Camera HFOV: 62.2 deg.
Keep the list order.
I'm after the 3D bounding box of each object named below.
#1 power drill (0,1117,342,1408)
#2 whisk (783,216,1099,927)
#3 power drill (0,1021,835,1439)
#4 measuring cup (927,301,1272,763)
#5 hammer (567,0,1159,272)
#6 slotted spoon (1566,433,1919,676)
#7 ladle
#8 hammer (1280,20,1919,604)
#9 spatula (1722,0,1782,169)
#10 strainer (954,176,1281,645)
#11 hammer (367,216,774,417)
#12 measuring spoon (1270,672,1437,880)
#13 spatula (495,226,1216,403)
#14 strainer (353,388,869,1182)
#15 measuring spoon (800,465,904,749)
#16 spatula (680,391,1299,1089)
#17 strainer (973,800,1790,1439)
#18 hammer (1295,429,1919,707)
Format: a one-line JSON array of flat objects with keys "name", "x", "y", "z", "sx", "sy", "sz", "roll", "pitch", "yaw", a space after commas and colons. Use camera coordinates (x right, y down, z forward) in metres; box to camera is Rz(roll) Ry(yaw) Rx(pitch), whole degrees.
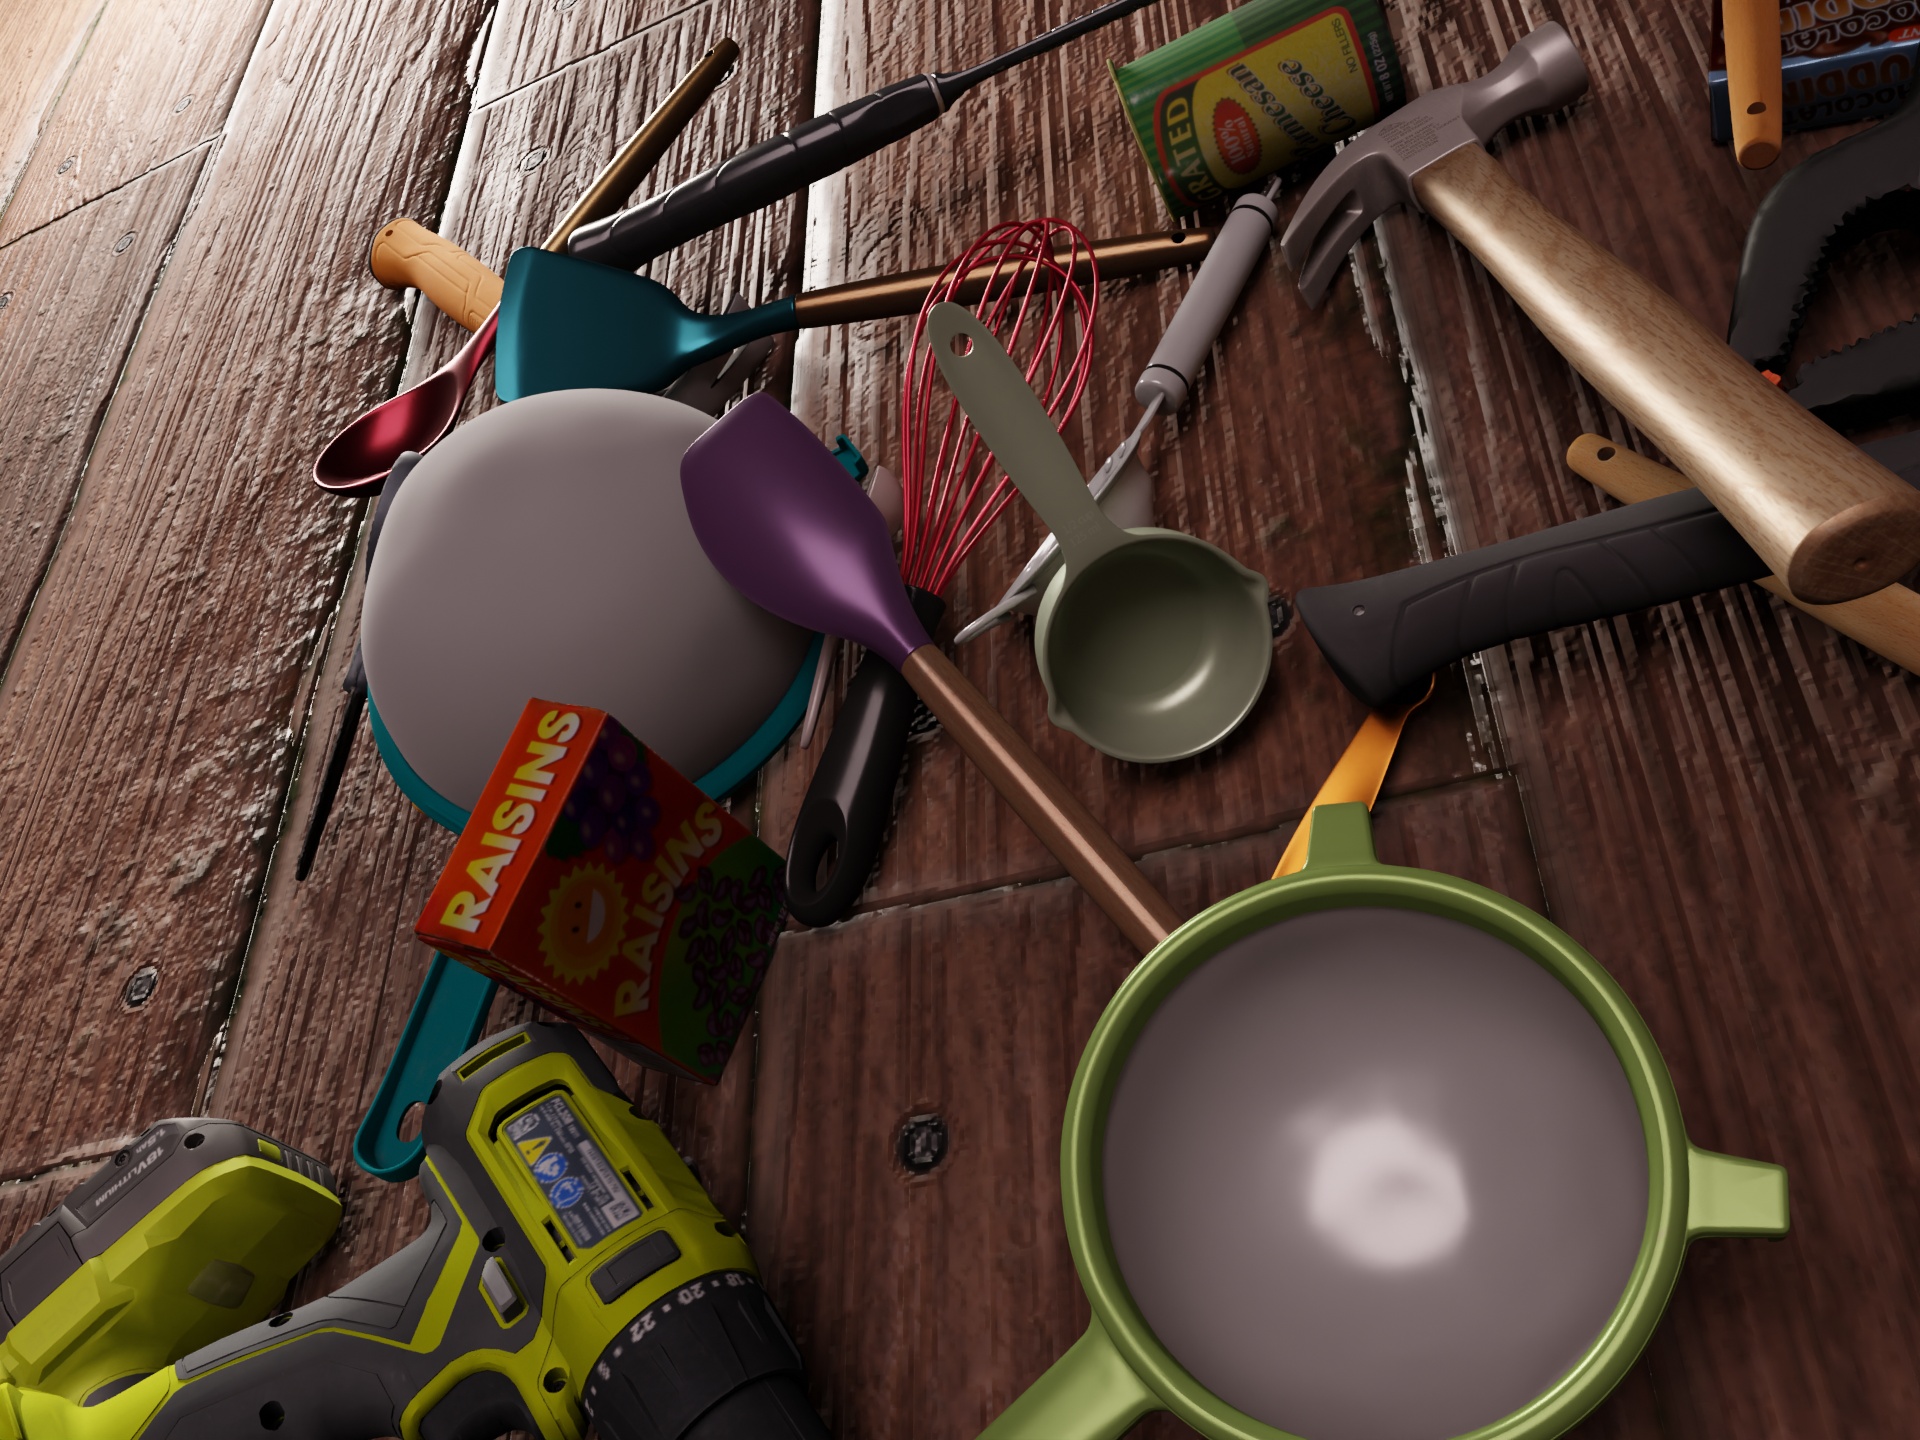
[{"name": "power drill", "x": -0.235, "y": 0.245, "z": 0.519, "sx": 0.171, "sy": 0.080, "sz": 0.223, "roll": -43, "pitch": 52, "yaw": -8}, {"name": "whisk", "x": -0.010, "y": -0.064, "z": 0.598, "sx": 0.073, "sy": 0.073, "sz": 0.296, "roll": 9, "pitch": 74, "yaw": 34}, {"name": "power drill", "x": -0.157, "y": 0.205, "z": 0.435, "sx": 0.228, "sy": 0.080, "sz": 0.191, "roll": -29, "pitch": 49, "yaw": -24}, {"name": "measuring cup", "x": 0.037, "y": -0.063, "z": 0.518, "sx": 0.083, "sy": 0.167, "sz": 0.038, "roll": -34, "pitch": 14, "yaw": 3}, {"name": "hammer", "x": 0.003, "y": -0.282, "z": 0.703, "sx": 0.409, "sy": 0.036, "sz": 0.149, "roll": -18, "pitch": 18, "yaw": 18}, {"name": "slotted spoon", "x": 0.285, "y": -0.007, "z": 0.420, "sx": 0.070, "sy": 0.031, "sz": 0.314, "roll": -43, "pitch": 47, "yaw": -1}, {"name": "ladle", "x": -0.210, "y": -0.229, "z": 0.802, "sx": 0.069, "sy": 0.031, "sz": 0.315, "roll": 27, "pitch": 75, "yaw": 38}, {"name": "hammer", "x": 0.192, "y": -0.134, "z": 0.502, "sx": 0.130, "sy": 0.031, "sz": 0.332, "roll": -29, "pitch": 34, "yaw": 14}, {"name": "spatula", "x": 0.289, "y": -0.304, "z": 0.585, "sx": 0.081, "sy": 0.041, "sz": 0.323, "roll": -3, "pitch": 54, "yaw": 28}, {"name": "strainer", "x": 0.075, "y": -0.119, "z": 0.603, "sx": 0.258, "sy": 0.050, "sz": 0.087, "roll": -62, "pitch": 8, "yaw": -24}, {"name": "hammer", "x": -0.231, "y": -0.215, "z": 0.845, "sx": 0.127, "sy": 0.034, "sz": 0.337, "roll": -48, "pitch": 49, "yaw": -5}, {"name": "measuring spoon", "x": 0.120, "y": 0.031, "z": 0.501, "sx": 0.021, "sy": 0.011, "sz": 0.117, "roll": 21, "pitch": 75, "yaw": 37}, {"name": "spatula", "x": -0.049, "y": -0.186, "z": 0.690, "sx": 0.317, "sy": 0.044, "sz": 0.082, "roll": -5, "pitch": 70, "yaw": 16}, {"name": "strainer", "x": -0.171, "y": -0.005, "z": 0.602, "sx": 0.211, "sy": 0.095, "sz": 0.341, "roll": 5, "pitch": 61, "yaw": 16}, {"name": "measuring spoon", "x": -0.041, "y": -0.043, "z": 0.620, "sx": 0.018, "sy": 0.034, "sz": 0.124, "roll": 17, "pitch": 66, "yaw": -9}, {"name": "spatula", "x": -0.001, "y": -0.002, "z": 0.531, "sx": 0.060, "sy": 0.018, "sz": 0.316, "roll": -42, "pitch": 65, "yaw": 1}, {"name": "strainer", "x": 0.068, "y": 0.154, "z": 0.408, "sx": 0.256, "sy": 0.069, "sz": 0.152, "roll": -43, "pitch": 52, "yaw": -1}, {"name": "hammer", "x": 0.256, "y": -0.069, "z": 0.439, "sx": 0.335, "sy": 0.035, "sz": 0.146, "roll": -15, "pitch": 55, "yaw": 25}]
